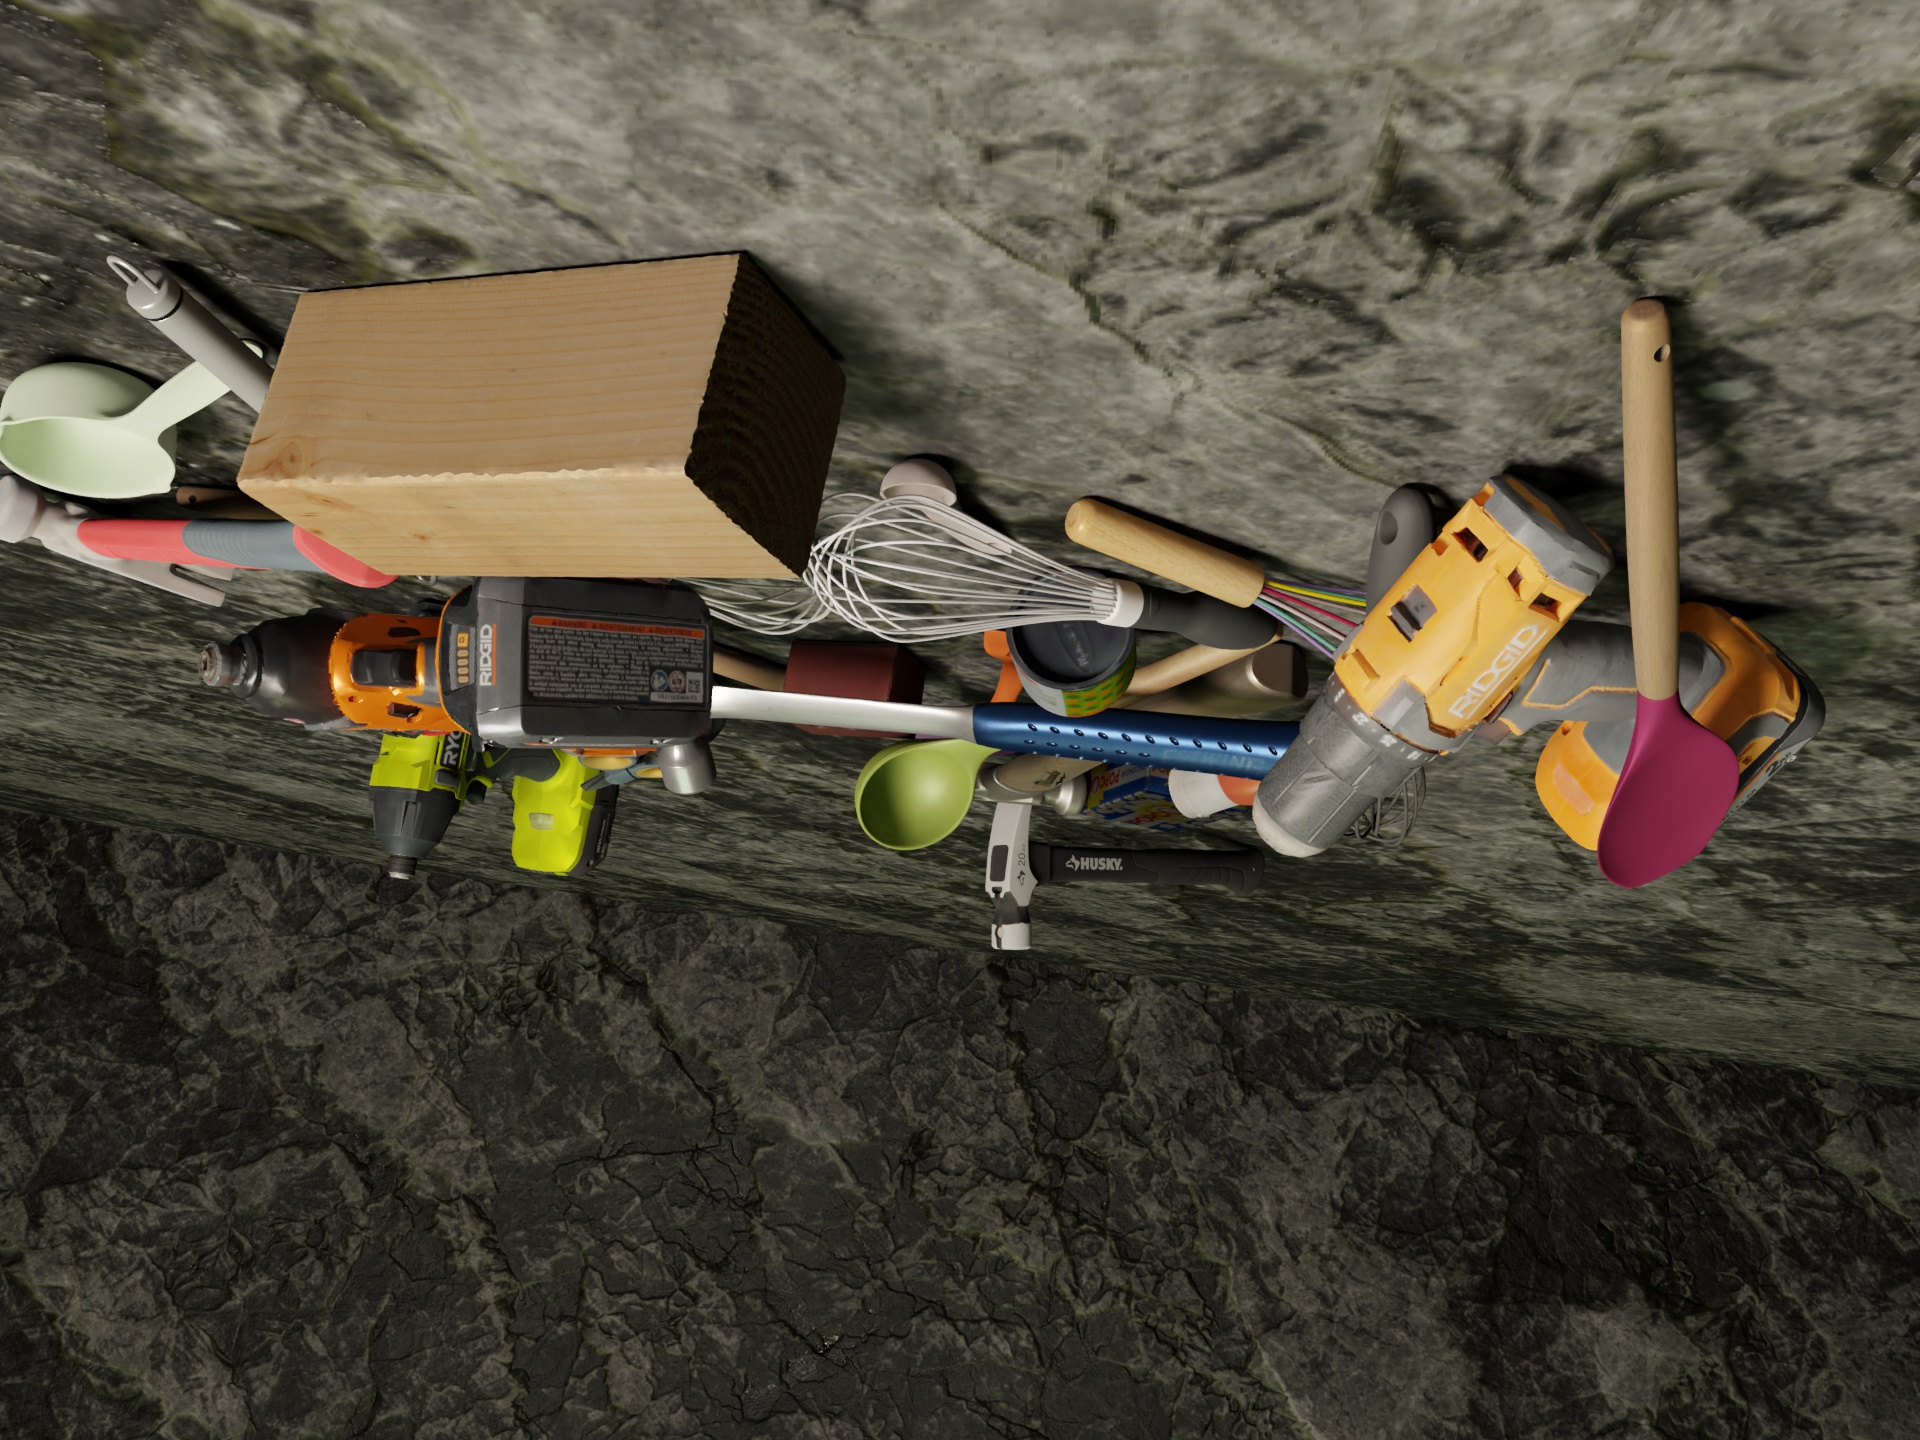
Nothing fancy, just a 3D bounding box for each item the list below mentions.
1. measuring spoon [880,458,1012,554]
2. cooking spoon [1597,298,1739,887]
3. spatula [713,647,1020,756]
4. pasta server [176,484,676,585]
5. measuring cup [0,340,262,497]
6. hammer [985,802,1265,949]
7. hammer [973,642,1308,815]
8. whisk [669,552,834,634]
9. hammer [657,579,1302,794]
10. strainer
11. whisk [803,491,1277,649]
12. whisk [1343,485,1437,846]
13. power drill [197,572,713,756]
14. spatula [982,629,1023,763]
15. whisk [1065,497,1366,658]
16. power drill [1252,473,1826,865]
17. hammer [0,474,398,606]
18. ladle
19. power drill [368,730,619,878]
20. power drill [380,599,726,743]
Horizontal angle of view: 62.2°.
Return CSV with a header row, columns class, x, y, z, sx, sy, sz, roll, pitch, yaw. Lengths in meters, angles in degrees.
class,x,y,z,sx,sy,sz,roll,pitch,yaw
measuring spoon,-0.001,-0.100,0.750,0.034,0.018,0.124,-1,171,22
cooking spoon,0.266,-0.030,0.608,0.069,0.017,0.318,-27,136,1
spatula,-0.078,-0.013,1.134,0.315,0.018,0.060,18,162,-38
pasta server,-0.292,-0.101,0.856,0.316,0.060,0.040,10,-176,20
measuring cup,-0.378,-0.153,0.738,0.167,0.038,0.083,-19,155,28
hammer,0.152,0.120,1.372,0.334,0.146,0.035,6,172,-42
hammer,0.092,0.010,1.058,0.146,0.038,0.410,8,166,-19
whisk,-0.180,-0.084,0.861,0.246,0.058,0.059,8,144,19
hammer,-0.001,-0.003,0.909,0.405,0.035,0.144,5,128,18
strainer,-0.294,-0.134,0.722,0.087,0.050,0.258,25,168,19
whisk,0.050,-0.058,0.747,0.284,0.070,0.070,6,170,-36
whisk,0.198,-0.018,0.743,0.055,0.055,0.238,6,141,13
power drill,-0.245,-0.025,0.763,0.226,0.084,0.164,-1,178,42
spatula,0.017,0.014,1.044,0.081,0.041,0.322,11,150,-10
whisk,0.156,-0.055,0.770,0.244,0.051,0.047,18,169,-23
power drill,0.251,0.005,0.704,0.226,0.084,0.185,17,122,-33
hammer,-0.390,-0.091,0.857,0.386,0.038,0.143,7,169,43
ladle,0.056,0.008,0.940,0.078,0.062,0.320,34,141,-32
power drill,-0.371,0.051,1.266,0.080,0.171,0.223,2,168,25
power drill,-0.299,-0.013,1.160,0.226,0.080,0.188,12,166,-25
